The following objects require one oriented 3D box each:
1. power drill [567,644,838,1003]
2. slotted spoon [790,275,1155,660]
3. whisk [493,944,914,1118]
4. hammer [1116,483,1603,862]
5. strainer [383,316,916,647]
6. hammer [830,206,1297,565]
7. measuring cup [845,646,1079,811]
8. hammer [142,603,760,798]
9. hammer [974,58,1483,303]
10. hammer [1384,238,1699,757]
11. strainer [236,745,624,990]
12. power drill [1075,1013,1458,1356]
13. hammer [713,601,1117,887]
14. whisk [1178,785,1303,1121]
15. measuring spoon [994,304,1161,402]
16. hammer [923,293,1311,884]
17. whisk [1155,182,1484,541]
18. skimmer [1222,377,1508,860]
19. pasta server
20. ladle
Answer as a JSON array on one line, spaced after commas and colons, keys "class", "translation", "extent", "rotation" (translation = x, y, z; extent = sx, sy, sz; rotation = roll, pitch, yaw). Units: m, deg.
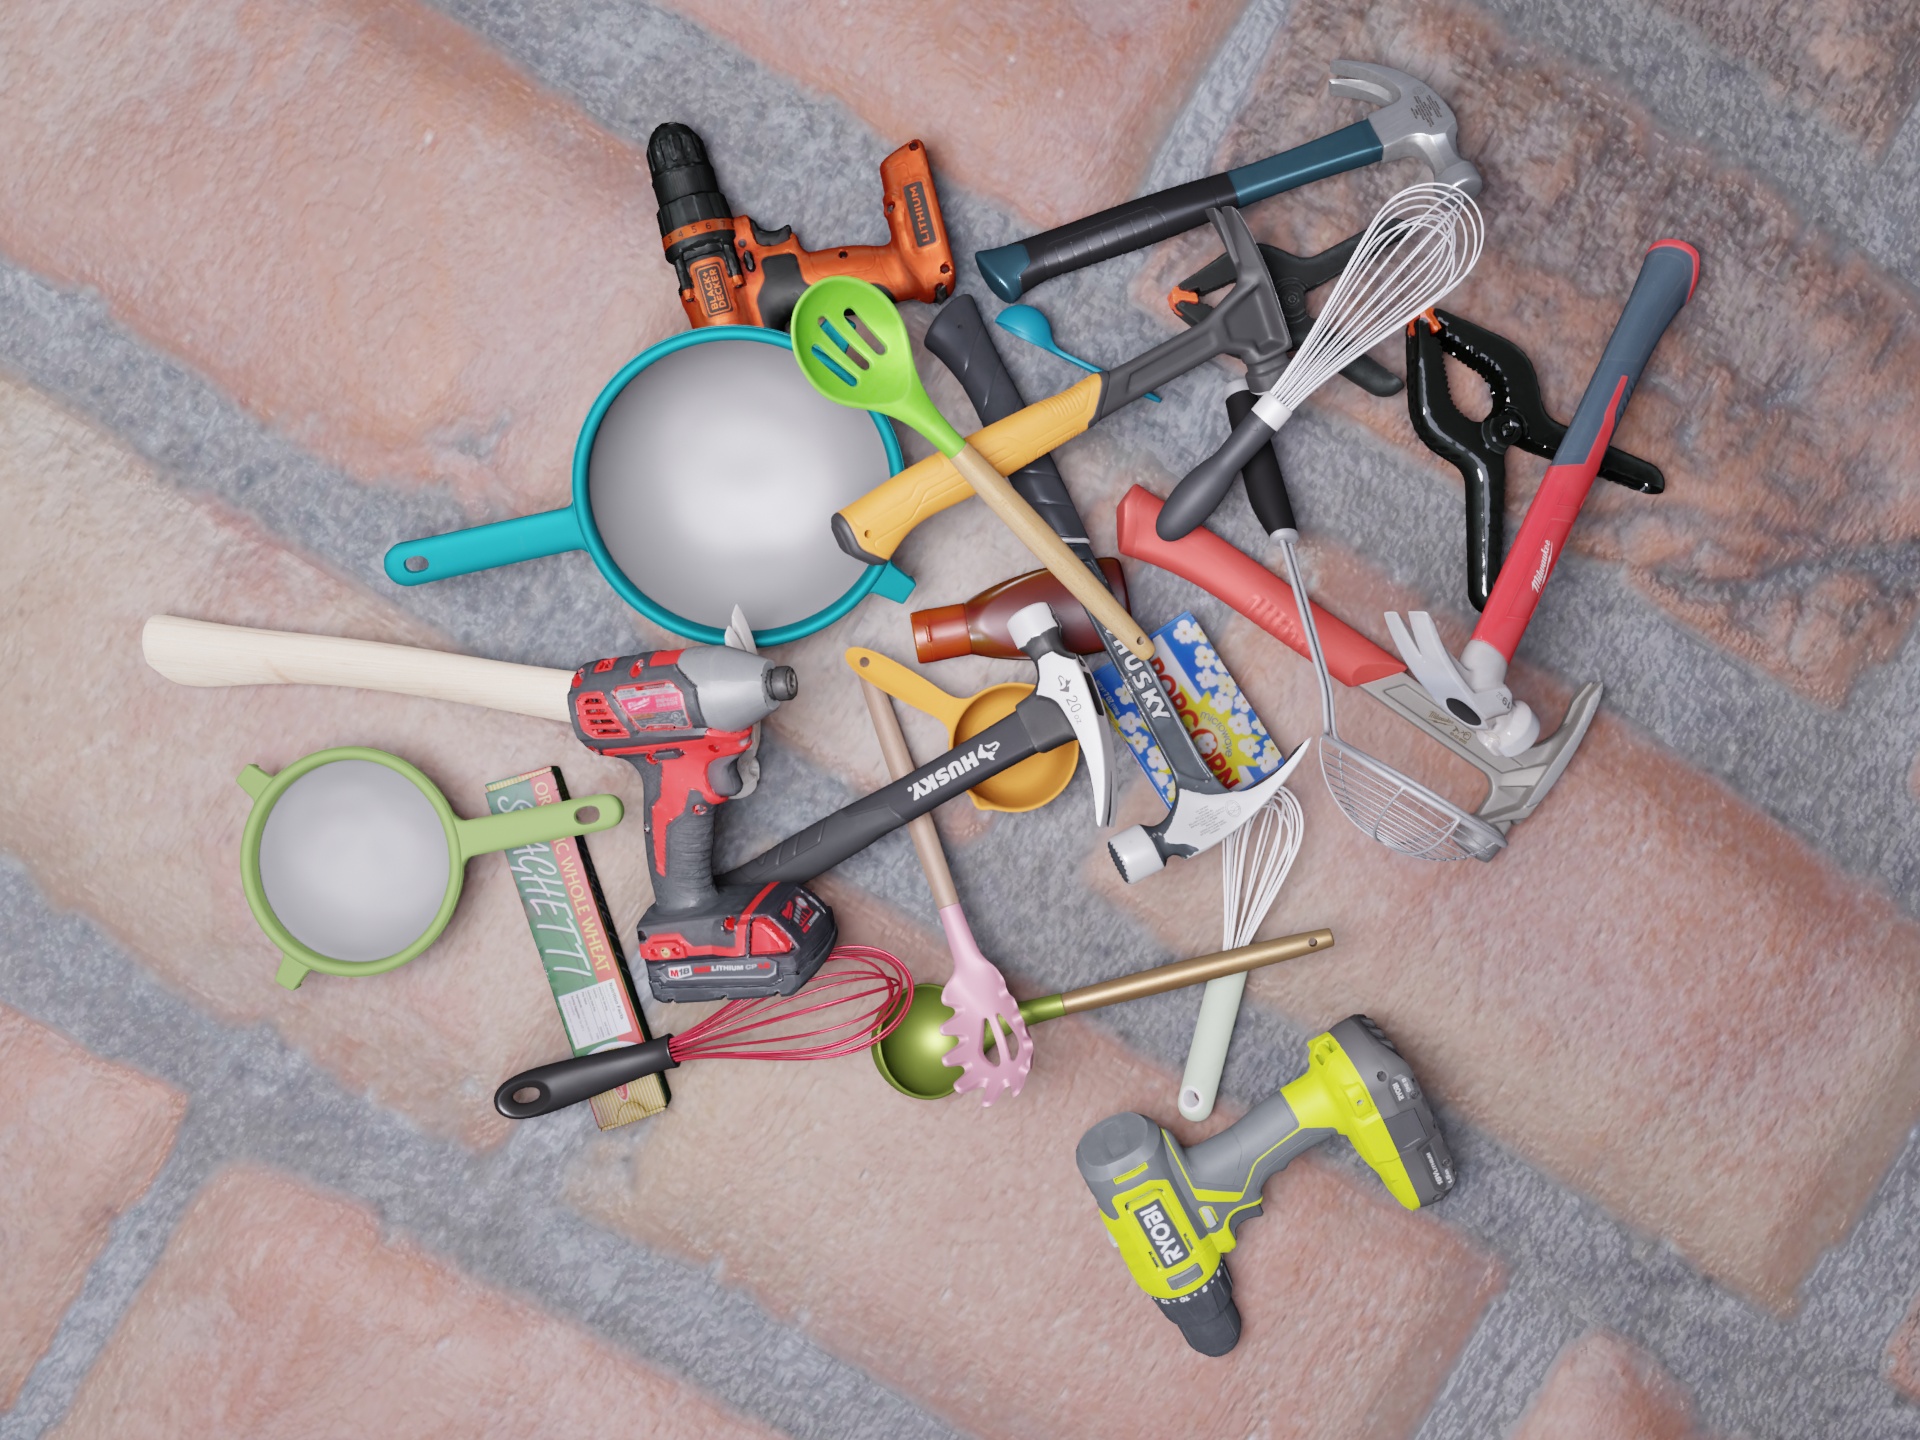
[{"class": "power drill", "translation": [-0.152, 0.060, 0.996], "extent": [0.143, 0.078, 0.219], "rotation": [-7, 106, 17]}, {"class": "slotted spoon", "translation": [0.014, -0.145, 0.975], "extent": [0.313, 0.031, 0.070], "rotation": [44, 82, -18]}, {"class": "whisk", "translation": [-0.172, 0.214, 1.055], "extent": [0.296, 0.073, 0.073], "rotation": [-17, 92, 5]}, {"class": "hammer", "translation": [0.265, -0.059, 1.106], "extent": [0.359, 0.037, 0.149], "rotation": [34, 90, -3]}, {"class": "strainer", "translation": [-0.205, -0.148, 1.050], "extent": [0.340, 0.095, 0.210], "rotation": [-12, 114, 2]}, {"class": "hammer", "translation": [0.063, -0.202, 1.019], "extent": [0.337, 0.034, 0.127], "rotation": [-31, 115, -13]}, {"class": "measuring cup", "translation": [-0.002, -0.003, 1.089], "extent": [0.173, 0.052, 0.095], "rotation": [30, 90, -1]}, {"class": "hammer", "translation": [-0.336, -0.035, 1.050], "extent": [0.410, 0.038, 0.146], "rotation": [8, 132, 1]}, {"class": "hammer", "translation": [0.172, -0.355, 1.081], "extent": [0.331, 0.033, 0.128], "rotation": [-19, 68, 3]}, {"class": "hammer", "translation": [0.396, -0.174, 1.045], "extent": [0.143, 0.038, 0.386], "rotation": [40, 70, -32]}, {"class": "strainer", "translation": [-0.343, 0.081, 1.059], "extent": [0.256, 0.069, 0.151], "rotation": [-11, 90, 3]}, {"class": "power drill", "translation": [0.213, 0.320, 1.087], "extent": [0.228, 0.080, 0.190], "rotation": [-28, 108, 0]}, {"class": "hammer", "translation": [-0.051, 0.066, 1.045], "extent": [0.335, 0.035, 0.146], "rotation": [-30, 76, 17]}, {"class": "whisk", "translation": [0.190, 0.161, 1.106], "extent": [0.058, 0.059, 0.246], "rotation": [16, 95, 34]}, {"class": "measuring spoon", "translation": [0.085, -0.255, 1.094], "extent": [0.128, 0.042, 0.021], "rotation": [24, 98, -10]}, {"class": "hammer", "translation": [0.084, -0.105, 1.057], "extent": [0.149, 0.036, 0.409], "rotation": [-26, 81, -5]}, {"class": "whisk", "translation": [0.223, -0.226, 1.029], "extent": [0.070, 0.070, 0.284], "rotation": [41, 107, -3]}, {"class": "skimmer", "translation": [0.253, -0.076, 1.031], "extent": [0.090, 0.127, 0.364], "rotation": [-23, 67, 28]}, {"class": "pasta server", "translation": [-0.019, 0.099, 1.061], "extent": [0.060, 0.040, 0.316], "rotation": [-23, 77, 17]}, {"class": "ladle", "translation": [0.095, 0.187, 1.072], "extent": [0.320, 0.062, 0.078], "rotation": [-15, 86, 7]}]
